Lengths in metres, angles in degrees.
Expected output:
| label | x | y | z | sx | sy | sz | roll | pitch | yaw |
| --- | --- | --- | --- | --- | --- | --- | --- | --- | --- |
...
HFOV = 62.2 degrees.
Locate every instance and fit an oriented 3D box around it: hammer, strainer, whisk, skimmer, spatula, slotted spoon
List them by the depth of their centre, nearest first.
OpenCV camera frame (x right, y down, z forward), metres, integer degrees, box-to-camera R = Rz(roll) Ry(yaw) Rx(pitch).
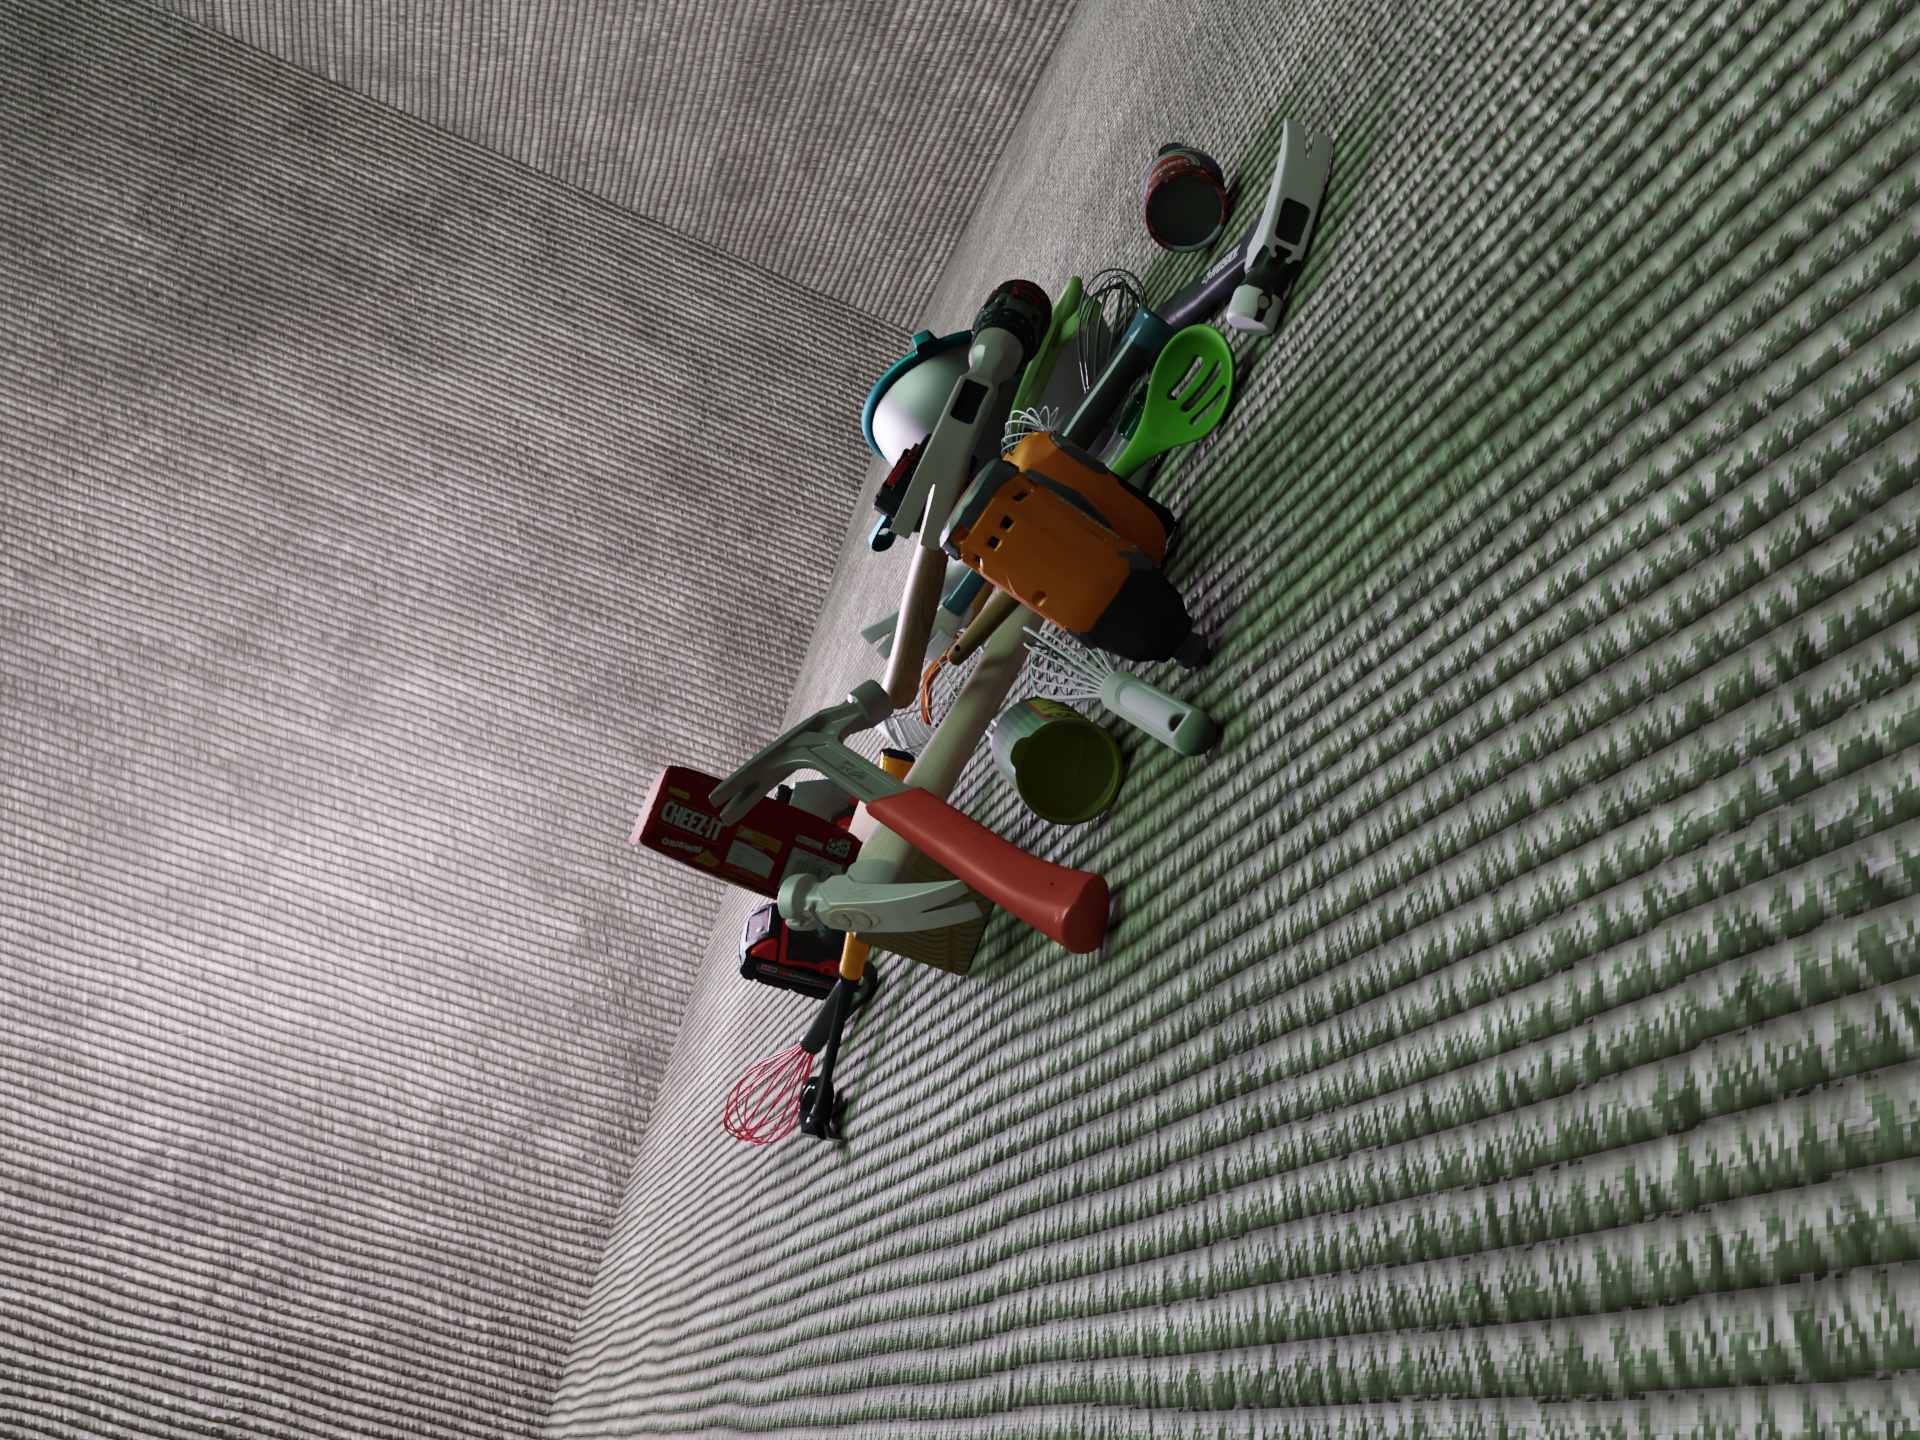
| label | x | y | z | sx | sy | sz | roll | pitch | yaw |
| --- | --- | --- | --- | --- | --- | --- | --- | --- | --- |
| whisk | 0.090 | -0.020 | 0.938 | 0.058 | 0.059 | 0.246 | -54 | 22 | 1 |
| hammer | -0.031 | 0.069 | 1.015 | 0.149 | 0.036 | 0.359 | -37 | 32 | -16 |
| hammer | -0.021 | -0.102 | 1.060 | 0.331 | 0.031 | 0.130 | 107 | -174 | -58 |
| slotted spoon | 0.086 | -0.146 | 1.112 | 0.313 | 0.031 | 0.070 | -48 | 59 | 29 |
| hammer | 0.015 | -0.005 | 1.157 | 0.146 | 0.038 | 0.411 | -6 | 37 | 33 |
| hammer | 0.176 | -0.314 | 1.161 | 0.335 | 0.035 | 0.146 | 173 | 117 | -78 |
| hammer | 0.056 | -0.170 | 1.193 | 0.331 | 0.033 | 0.128 | -53 | 1 | 31 |
| whisk | 0.103 | -0.224 | 1.222 | 0.055 | 0.055 | 0.239 | -111 | 29 | -75 |
| skimmer | -0.002 | -0.004 | 1.297 | 0.363 | 0.090 | 0.127 | -131 | 64 | -78 |
| hammer | -0.089 | 0.190 | 1.370 | 0.127 | 0.034 | 0.337 | -166 | 88 | -82 |
| strainer | 0.109 | -0.321 | 1.396 | 0.256 | 0.069 | 0.151 | -174 | 106 | -82 |
| whisk | 0.054 | -0.232 | 1.459 | 0.284 | 0.070 | 0.070 | 156 | 134 | -81 |
| whisk | -0.150 | 0.319 | 1.513 | 0.295 | 0.073 | 0.073 | -55 | 17 | 35 |
| hammer | -0.007 | -0.161 | 1.558 | 0.144 | 0.035 | 0.406 | -40 | 9 | 16 |
| spatula | 0.018 | -0.102 | 1.579 | 0.322 | 0.041 | 0.081 | -62 | 14 | 14 |
| strainer | -0.061 | 0.013 | 1.585 | 0.050 | 0.086 | 0.259 | -27 | 21 | -11 |
| strainer | -0.012 | -0.252 | 1.629 | 0.340 | 0.211 | 0.095 | -52 | 49 | 48 |

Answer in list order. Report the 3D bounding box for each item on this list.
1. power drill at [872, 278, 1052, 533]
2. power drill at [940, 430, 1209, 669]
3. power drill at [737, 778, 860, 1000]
| label | x | y | z | sx | sy | sz | roll | pitch | yaw |
| --- | --- | --- | --- | --- | --- | --- | --- | --- | --- |
| power drill | 0.006 | -0.269 | 1.396 | 0.226 | 0.080 | 0.188 | -60 | 5 | 29 |
| power drill | 0.078 | -0.102 | 0.972 | 0.084 | 0.164 | 0.226 | -55 | 3 | 17 |
| power drill | -0.133 | 0.153 | 1.513 | 0.079 | 0.143 | 0.219 | -93 | 24 | -60 |
